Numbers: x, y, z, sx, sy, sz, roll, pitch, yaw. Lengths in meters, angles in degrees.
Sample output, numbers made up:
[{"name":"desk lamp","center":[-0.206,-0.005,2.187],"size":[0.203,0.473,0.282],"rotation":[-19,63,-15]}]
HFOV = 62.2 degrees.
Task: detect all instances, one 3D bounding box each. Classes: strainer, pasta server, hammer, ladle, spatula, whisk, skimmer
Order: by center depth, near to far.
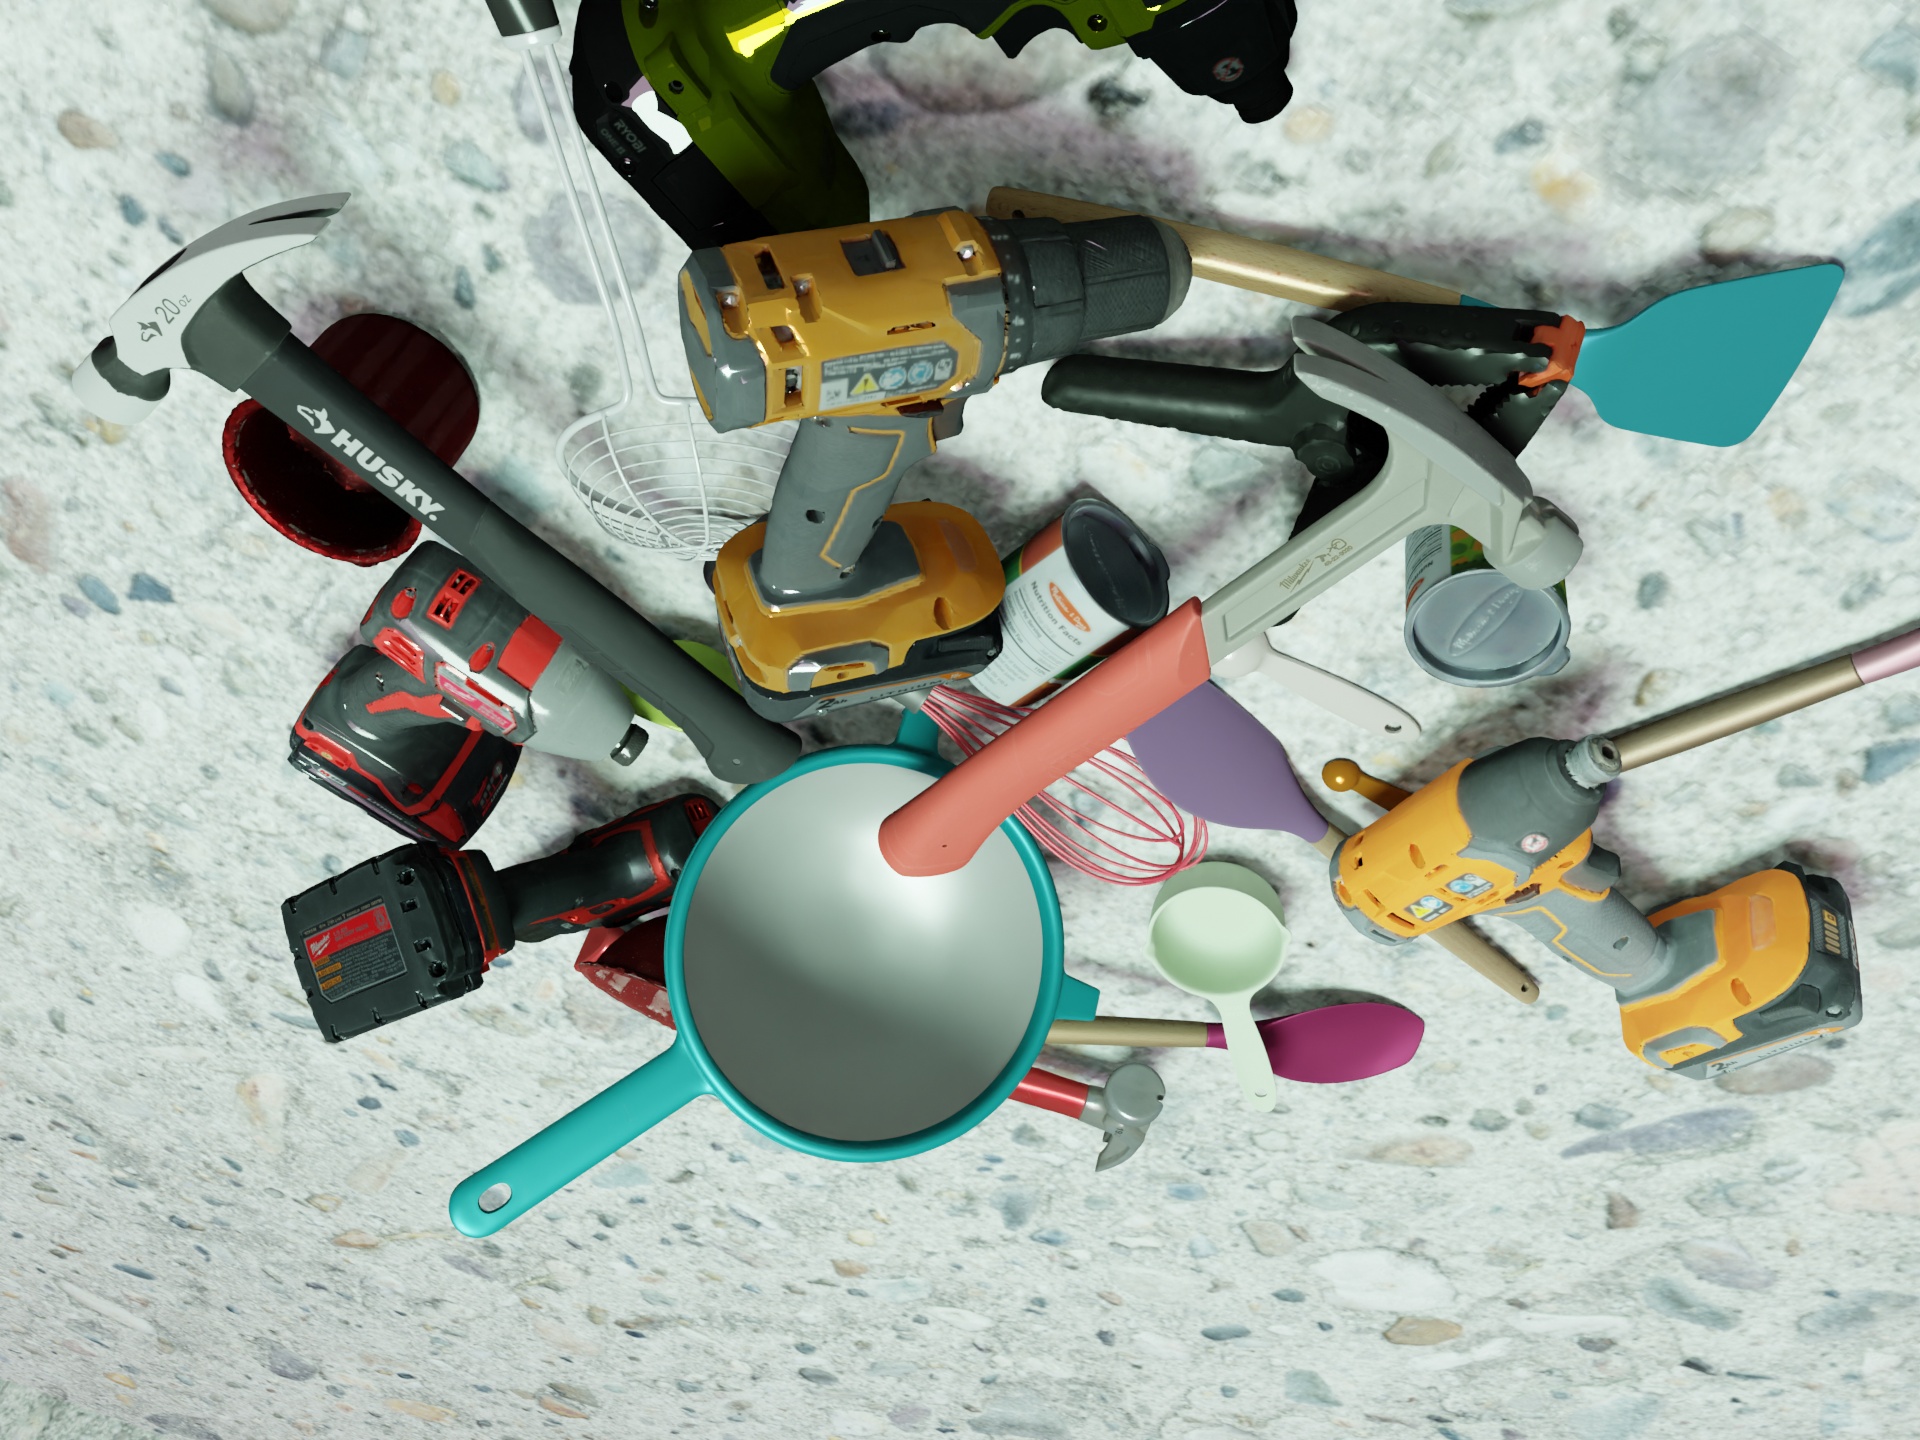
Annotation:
[{"name":"spatula","center":[0.165,-0.167,0.613],"size":[0.317,0.044,0.082],"rotation":[16,138,7]},{"name":"skimmer","center":[-0.143,-0.219,0.644],"size":[0.127,0.090,0.363],"rotation":[-5,123,14]},{"name":"hammer","center":[0.071,-0.022,0.682],"size":[0.149,0.037,0.359],"rotation":[28,137,-26]},{"name":"hammer","center":[-0.195,-0.078,0.685],"size":[0.146,0.035,0.334],"rotation":[-30,124,31]},{"name":"pasta server","center":[0.371,-0.007,0.704],"size":[0.316,0.040,0.060],"rotation":[-26,131,37]},{"name":"whisk","center":[-0.001,-0.003,0.806],"size":[0.295,0.073,0.073],"rotation":[32,135,-7]},{"name":"strainer","center":[-0.109,0.153,0.826],"size":[0.211,0.340,0.095],"rotation":[60,161,-4]},{"name":"spatula","center":[0.204,0.073,0.838],"size":[0.315,0.060,0.018],"rotation":[35,178,-23]},{"name":"ladle","center":[-0.105,0.072,0.913],"size":[0.078,0.062,0.319],"rotation":[29,154,41]},{"name":"hammer","center":[-0.065,0.211,1.048],"size":[0.386,0.038,0.143],"rotation":[17,150,3]}]

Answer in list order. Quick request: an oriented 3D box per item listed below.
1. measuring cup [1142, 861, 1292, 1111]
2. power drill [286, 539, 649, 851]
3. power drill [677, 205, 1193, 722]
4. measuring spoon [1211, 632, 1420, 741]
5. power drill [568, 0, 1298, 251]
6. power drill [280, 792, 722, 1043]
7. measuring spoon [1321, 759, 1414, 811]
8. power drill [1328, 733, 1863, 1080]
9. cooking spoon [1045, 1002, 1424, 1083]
[{"name":"measuring cup","center":[0.157,0.151,0.906],"size":[0.083,0.038,0.167],"rotation":[-10,119,18]},{"name":"power drill","center":[-0.256,-0.004,0.824],"size":[0.143,0.079,0.219],"rotation":[36,147,-20]},{"name":"power drill","center":[-0.014,-0.104,0.628],"size":[0.185,0.084,0.226],"rotation":[-14,149,-16]},{"name":"measuring spoon","center":[0.170,-0.013,0.770],"size":[0.124,0.018,0.034],"rotation":[24,136,-10]},{"name":"power drill","center":[-0.006,-0.236,0.547],"size":[0.223,0.080,0.171],"rotation":[-19,140,28]},{"name":"power drill","center":[-0.258,0.106,0.893],"size":[0.188,0.226,0.080],"rotation":[-23,85,33]},{"name":"measuring spoon","center":[0.237,0.051,0.820],"size":[0.117,0.011,0.021],"rotation":[26,136,-10]},{"name":"power drill","center":[0.316,0.085,0.764],"size":[0.226,0.084,0.164],"rotation":[25,144,-13]},{"name":"cooking spoon","center":[0.119,0.184,0.939],"size":[0.319,0.017,0.068],"rotation":[3,125,-7]}]
